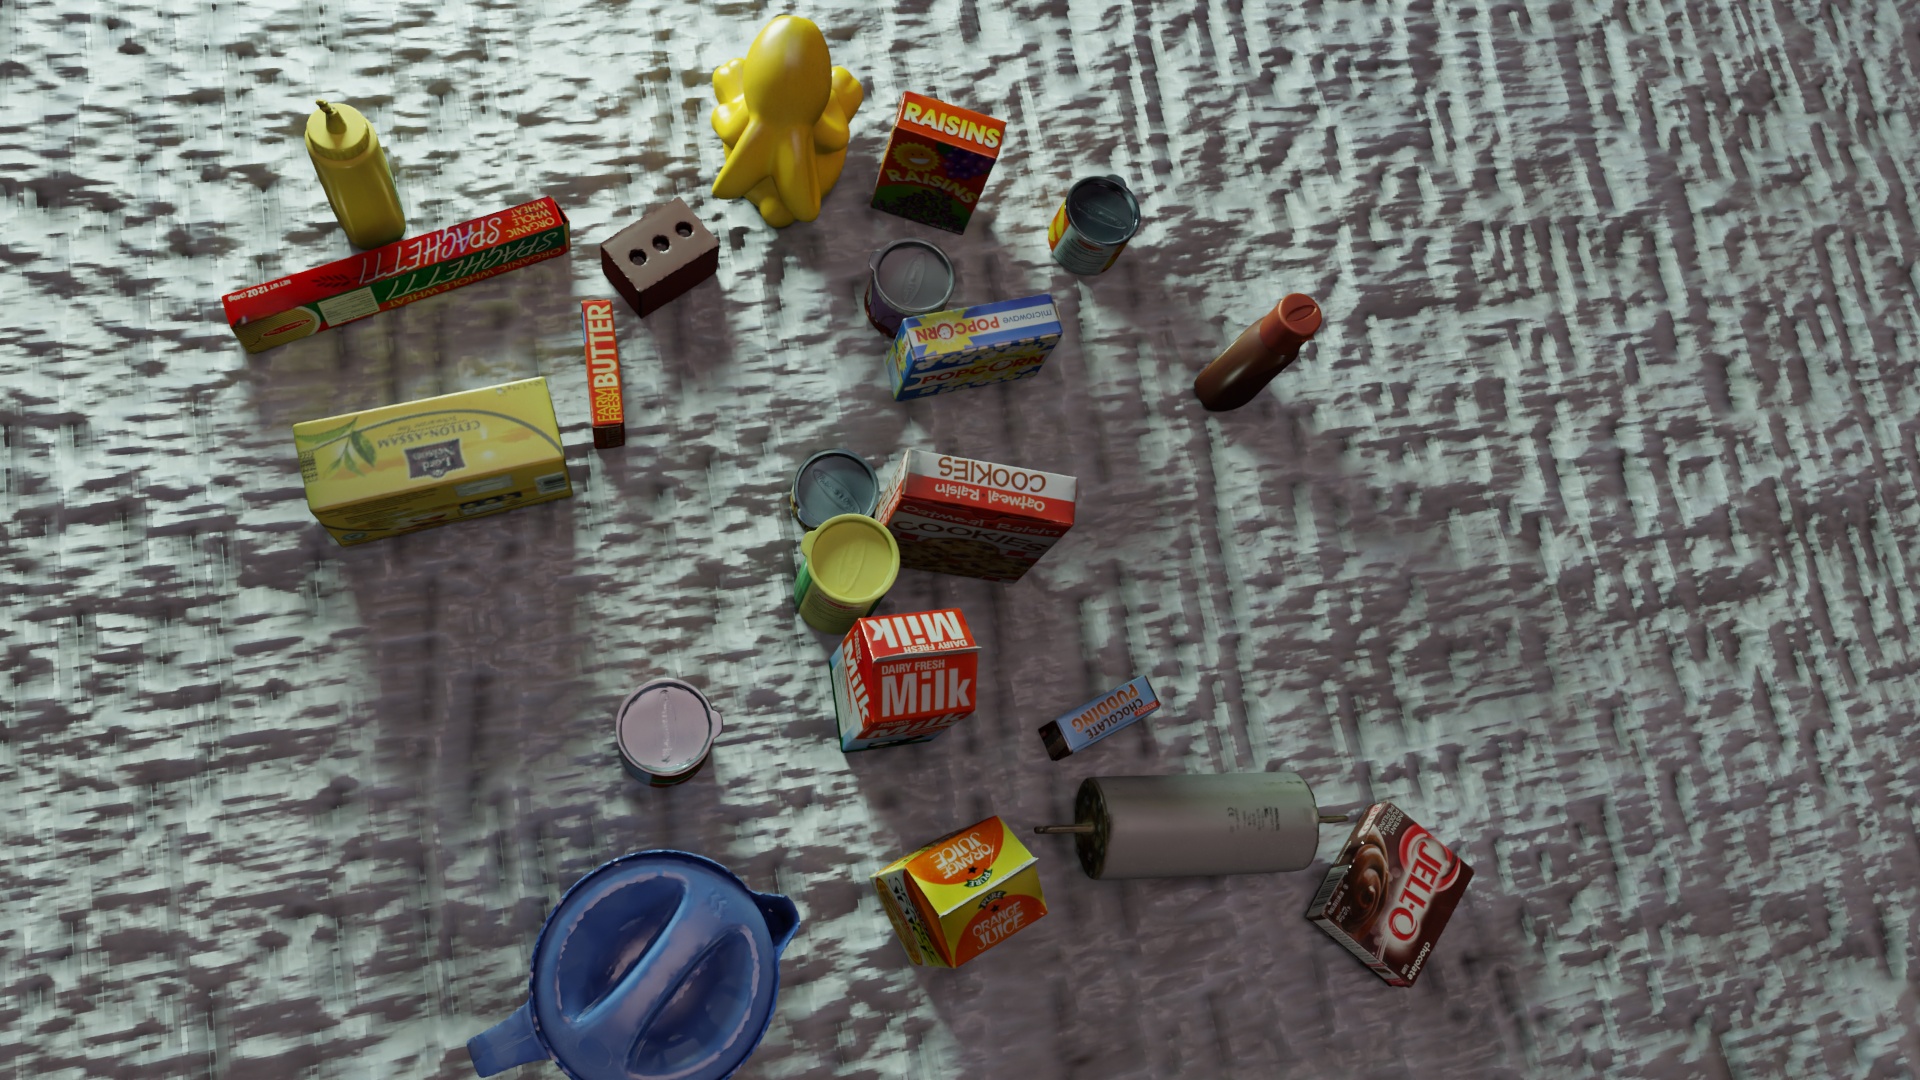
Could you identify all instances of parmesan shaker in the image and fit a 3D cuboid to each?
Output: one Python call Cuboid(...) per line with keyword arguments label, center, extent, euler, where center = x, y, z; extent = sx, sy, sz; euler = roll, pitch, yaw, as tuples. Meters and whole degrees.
Cuboid(label="parmesan shaker", center=(-0.088, 0.026, 1.024), extent=(0.071, 0.102, 0.071), euler=(4, 73, -12))

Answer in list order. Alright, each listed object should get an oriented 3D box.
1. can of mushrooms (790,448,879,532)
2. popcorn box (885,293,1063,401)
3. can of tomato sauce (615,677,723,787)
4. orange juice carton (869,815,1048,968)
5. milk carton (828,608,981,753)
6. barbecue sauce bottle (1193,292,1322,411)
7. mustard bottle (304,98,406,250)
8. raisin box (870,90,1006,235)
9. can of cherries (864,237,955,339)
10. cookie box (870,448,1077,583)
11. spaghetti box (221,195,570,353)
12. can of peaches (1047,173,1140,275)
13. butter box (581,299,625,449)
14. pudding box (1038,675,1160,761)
Cuboid(label="can of mushrooms", center=(-0.100, -0.034, 1.077), extent=(0.071, 0.033, 0.071), euler=(4, 73, -12))
Cuboid(label="popcorn box", center=(0.010, -0.154, 1.112), extent=(0.127, 0.085, 0.038), euler=(-13, 77, -16))
Cuboid(label="can of tomato sauce", center=(-0.205, 0.136, 0.974), extent=(0.071, 0.083, 0.071), euler=(4, 73, -12))
Cuboid(label="orange juice carton", center=(-0.001, 0.237, 0.932), extent=(0.072, 0.192, 0.073), euler=(-25, 81, -18))
Cuboid(label="milk carton", center=(-0.040, 0.096, 0.967), extent=(0.072, 0.190, 0.073), euler=(-6, 75, -14))
Cuboid(label="barbecue sauce bottle", center=(0.245, -0.153, 1.132), extent=(0.065, 0.148, 0.044), euler=(-23, 80, -18))
Cuboid(label="mustard bottle", center=(-0.440, -0.270, 1.004), extent=(0.049, 0.159, 0.065), euler=(-26, 81, -19))
Cuboid(label="raisin box", center=(-0.020, -0.306, 1.131), extent=(0.086, 0.123, 0.040), euler=(16, 71, -8))
Cuboid(label="can of cherries", center=(-0.044, -0.205, 1.129), extent=(0.071, 0.058, 0.071), euler=(4, 73, -12))
Cuboid(label="cookie box", center=(0.004, -0.013, 1.023), extent=(0.123, 0.167, 0.040), euler=(9, 72, -10))
Cuboid(label="spaghetti box", center=(-0.418, -0.201, 1.046), extent=(0.251, 0.050, 0.029), euler=(-23, 80, -18))
Cuboid(label="can of peaches", center=(0.114, -0.270, 1.186), extent=(0.071, 0.058, 0.071), euler=(4, 73, -12))
Cuboid(label="butter box", center=(-0.272, -0.126, 1.055), extent=(0.024, 0.053, 0.103), euler=(-5, 75, -14))
Cuboid(label="pudding box", center=(0.106, 0.137, 1.064), extent=(0.084, 0.049, 0.030), euler=(-24, 80, -18))
